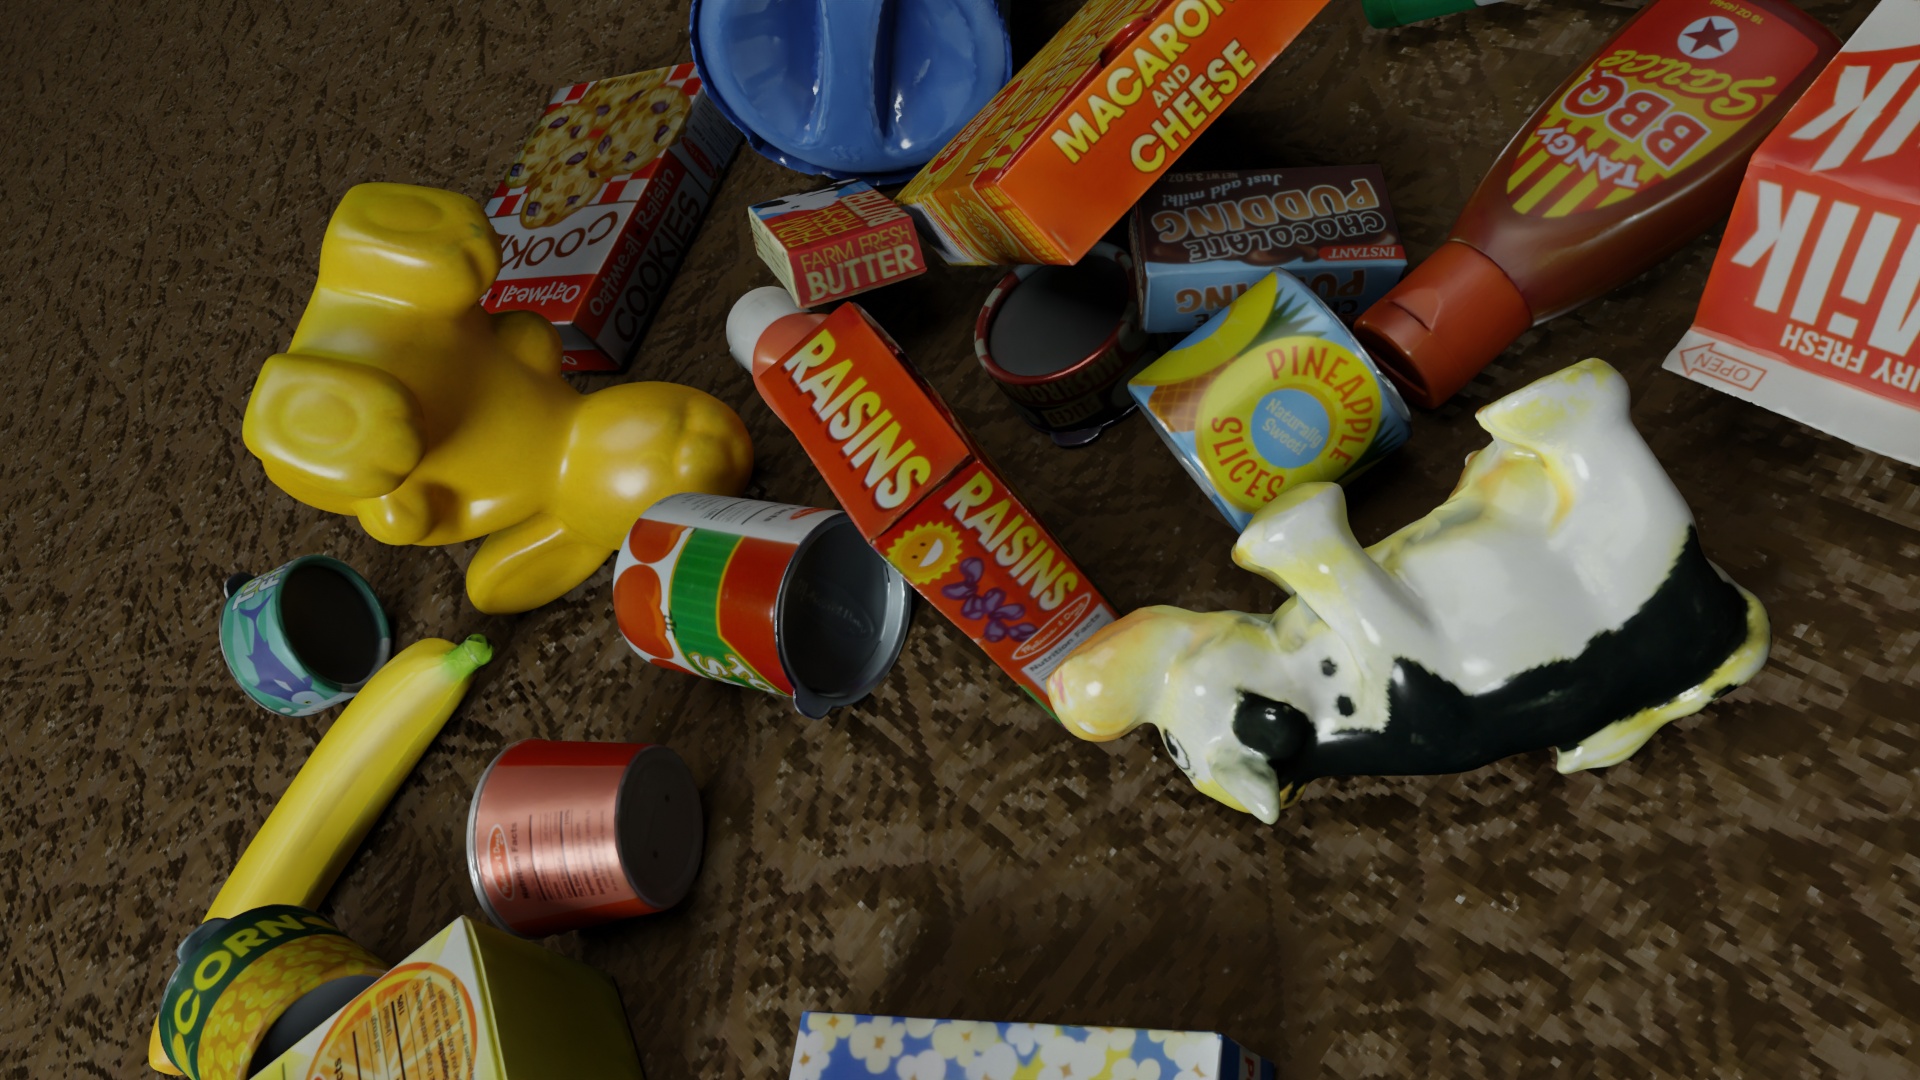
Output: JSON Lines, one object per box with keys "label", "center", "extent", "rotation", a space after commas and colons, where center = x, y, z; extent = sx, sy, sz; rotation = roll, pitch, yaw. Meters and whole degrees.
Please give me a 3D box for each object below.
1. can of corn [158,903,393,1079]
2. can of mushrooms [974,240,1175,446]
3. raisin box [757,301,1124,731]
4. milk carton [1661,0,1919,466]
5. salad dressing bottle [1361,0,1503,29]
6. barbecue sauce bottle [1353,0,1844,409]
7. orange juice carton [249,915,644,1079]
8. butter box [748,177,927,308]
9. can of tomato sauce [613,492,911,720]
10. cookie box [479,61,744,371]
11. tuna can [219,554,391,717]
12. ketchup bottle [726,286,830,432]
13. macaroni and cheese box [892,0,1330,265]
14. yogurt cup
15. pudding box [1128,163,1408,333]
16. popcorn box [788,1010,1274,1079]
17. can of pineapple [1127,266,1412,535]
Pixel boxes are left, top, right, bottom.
{"label": "can of corn", "center": [-0.236, 0.168, 0.488], "extent": [0.058, 0.071, 0.071], "rotation": [13, 68, 37]}
{"label": "can of mushrooms", "center": [0.040, -0.072, 0.499], "extent": [0.071, 0.033, 0.071], "rotation": [-16, 52, 22]}
{"label": "raisin box", "center": [0.001, -0.005, 0.418], "extent": [0.040, 0.123, 0.086], "rotation": [-40, 47, 4]}
{"label": "milk carton", "center": [0.265, -0.101, 0.348], "extent": [0.191, 0.073, 0.072], "rotation": [-49, 47, -5]}
{"label": "salad dressing bottle", "center": [0.213, -0.210, 0.475], "extent": [0.147, 0.044, 0.064], "rotation": [-4, 59, 31]}
{"label": "barbecue sauce bottle", "center": [0.186, -0.101, 0.419], "extent": [0.148, 0.043, 0.065], "rotation": [-42, 53, 2]}
{"label": "orange juice carton", "center": [-0.195, 0.210, 0.432], "extent": [0.192, 0.071, 0.073], "rotation": [-38, 47, 5]}
{"label": "butter box", "center": [-0.053, -0.123, 0.568], "extent": [0.053, 0.024, 0.104], "rotation": [-18, 27, -10]}
{"label": "can of tomato sauce", "center": [-0.070, 0.021, 0.486], "extent": [0.083, 0.071, 0.071], "rotation": [7, 65, 37]}
{"label": "cookie box", "center": [-0.189, -0.162, 0.704], "extent": [0.123, 0.040, 0.168], "rotation": [4, 62, 35]}
{"label": "tuna can", "center": [-0.286, 0.039, 0.608], "extent": [0.033, 0.071, 0.071], "rotation": [-22, 50, 17]}
{"label": "ketchup bottle", "center": [-0.051, -0.058, 0.531], "extent": [0.043, 0.064, 0.149], "rotation": [-36, 38, -8]}
{"label": "macaroni and cheese box", "center": [0.044, -0.154, 0.497], "extent": [0.124, 0.040, 0.166], "rotation": [-46, 17, -2]}
{"label": "yogurt cup", "center": [-0.123, 0.099, 0.469], "extent": [0.054, 0.072, 0.073], "rotation": [-9, 56, 19]}
{"label": "pudding box", "center": [0.099, -0.096, 0.459], "extent": [0.084, 0.030, 0.050], "rotation": [-2, 56, 3]}
{"label": "popcorn box", "center": [0.011, 0.168, 0.351], "extent": [0.126, 0.038, 0.085], "rotation": [-8, 56, 28]}
{"label": "can of pineapple", "center": [0.093, -0.039, 0.419], "extent": [0.058, 0.071, 0.071], "rotation": [-38, 47, 7]}
